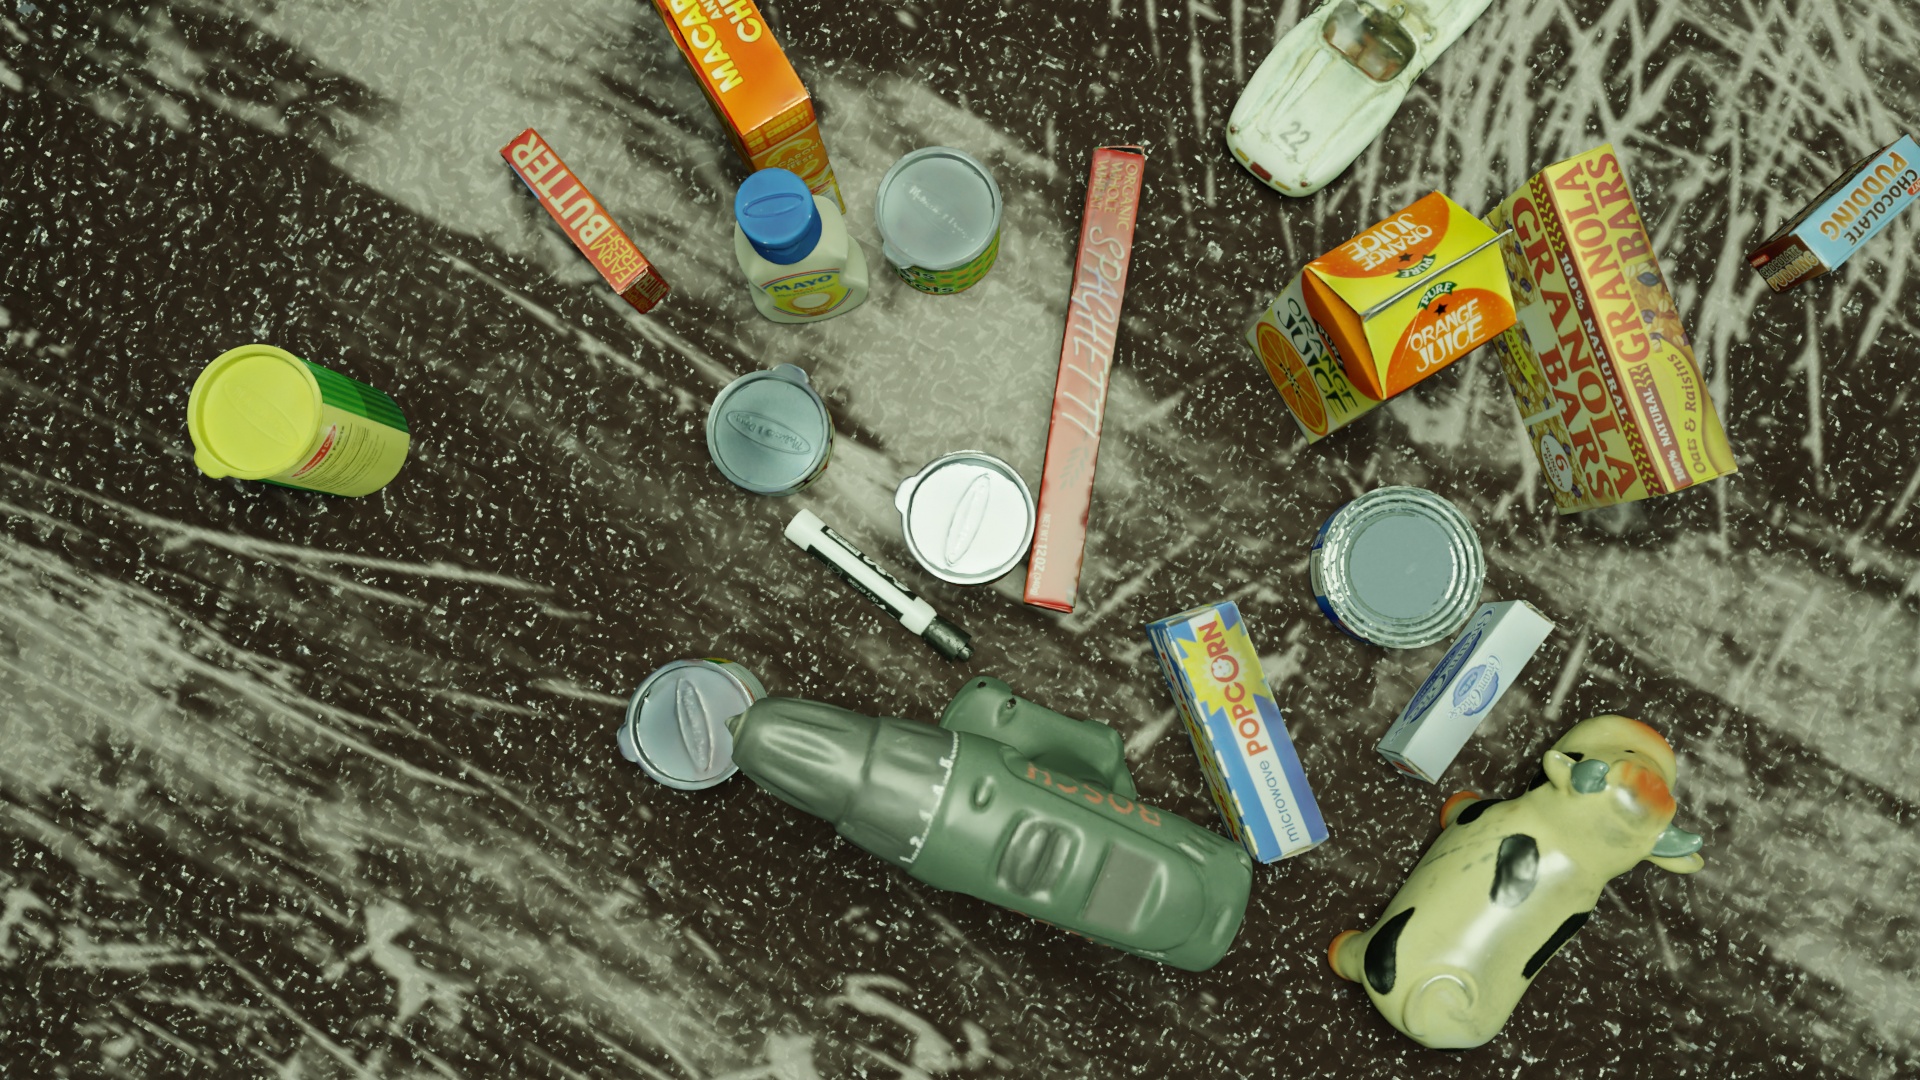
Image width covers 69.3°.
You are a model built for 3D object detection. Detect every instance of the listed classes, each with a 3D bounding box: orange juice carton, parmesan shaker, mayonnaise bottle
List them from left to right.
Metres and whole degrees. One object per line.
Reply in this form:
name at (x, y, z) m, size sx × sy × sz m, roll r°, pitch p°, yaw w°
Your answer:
parmesan shaker at (-0.343, -0.057, 0.725) m, size 0.071 × 0.103 × 0.071 m, roll 0°, pitch 86°, yaw 1°
mayonnaise bottle at (-0.084, -0.147, 0.704) m, size 0.065 × 0.148 × 0.041 m, roll -12°, pitch 86°, yaw 0°
orange juice carton at (0.203, -0.106, 0.673) m, size 0.072 × 0.192 × 0.073 m, roll -30°, pitch 86°, yaw -1°

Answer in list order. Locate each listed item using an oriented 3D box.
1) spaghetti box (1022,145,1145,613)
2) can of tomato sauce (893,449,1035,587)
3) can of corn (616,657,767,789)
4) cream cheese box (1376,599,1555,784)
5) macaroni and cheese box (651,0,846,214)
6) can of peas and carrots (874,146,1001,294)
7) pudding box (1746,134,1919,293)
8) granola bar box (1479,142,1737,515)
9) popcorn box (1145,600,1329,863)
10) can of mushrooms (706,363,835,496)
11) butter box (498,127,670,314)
spaghetti box at (0.066, -0.086, 0.746) m, size 0.029 × 0.050 × 0.250 m, roll 9°, pitch 86°, yaw 2°
can of tomato sauce at (0.003, -0.009, 0.724) m, size 0.071 × 0.083 × 0.071 m, roll 0°, pitch 86°, yaw 1°
can of corn at (-0.138, 0.095, 0.731) m, size 0.071 × 0.058 × 0.071 m, roll 0°, pitch 86°, yaw 1°
cream cheese box at (0.262, 0.078, 0.727) m, size 0.024 × 0.053 × 0.104 m, roll 38°, pitch 87°, yaw 3°
macaroni and cheese box at (-0.112, -0.233, 0.703) m, size 0.040 × 0.166 × 0.124 m, roll -30°, pitch 86°, yaw -1°
can of peas and carrots at (-0.012, -0.169, 0.749) m, size 0.071 × 0.058 × 0.071 m, roll 0°, pitch 86°, yaw 1°
pudding box at (0.473, -0.174, 0.745) m, size 0.084 × 0.049 × 0.030 m, roll -40°, pitch 86°, yaw -2°
granola bar box at (0.316, -0.099, 0.705) m, size 0.039 × 0.124 × 0.165 m, roll -19°, pitch 85°, yaw 0°
popcorn box at (0.139, 0.095, 0.712) m, size 0.038 × 0.085 × 0.126 m, roll -21°, pitch 85°, yaw 0°
can of mushrooms at (-0.101, -0.060, 0.755) m, size 0.071 × 0.033 × 0.071 m, roll 0°, pitch 85°, yaw 1°
butter box at (-0.203, -0.173, 0.756) m, size 0.024 × 0.053 × 0.103 m, roll -41°, pitch 86°, yaw -2°
